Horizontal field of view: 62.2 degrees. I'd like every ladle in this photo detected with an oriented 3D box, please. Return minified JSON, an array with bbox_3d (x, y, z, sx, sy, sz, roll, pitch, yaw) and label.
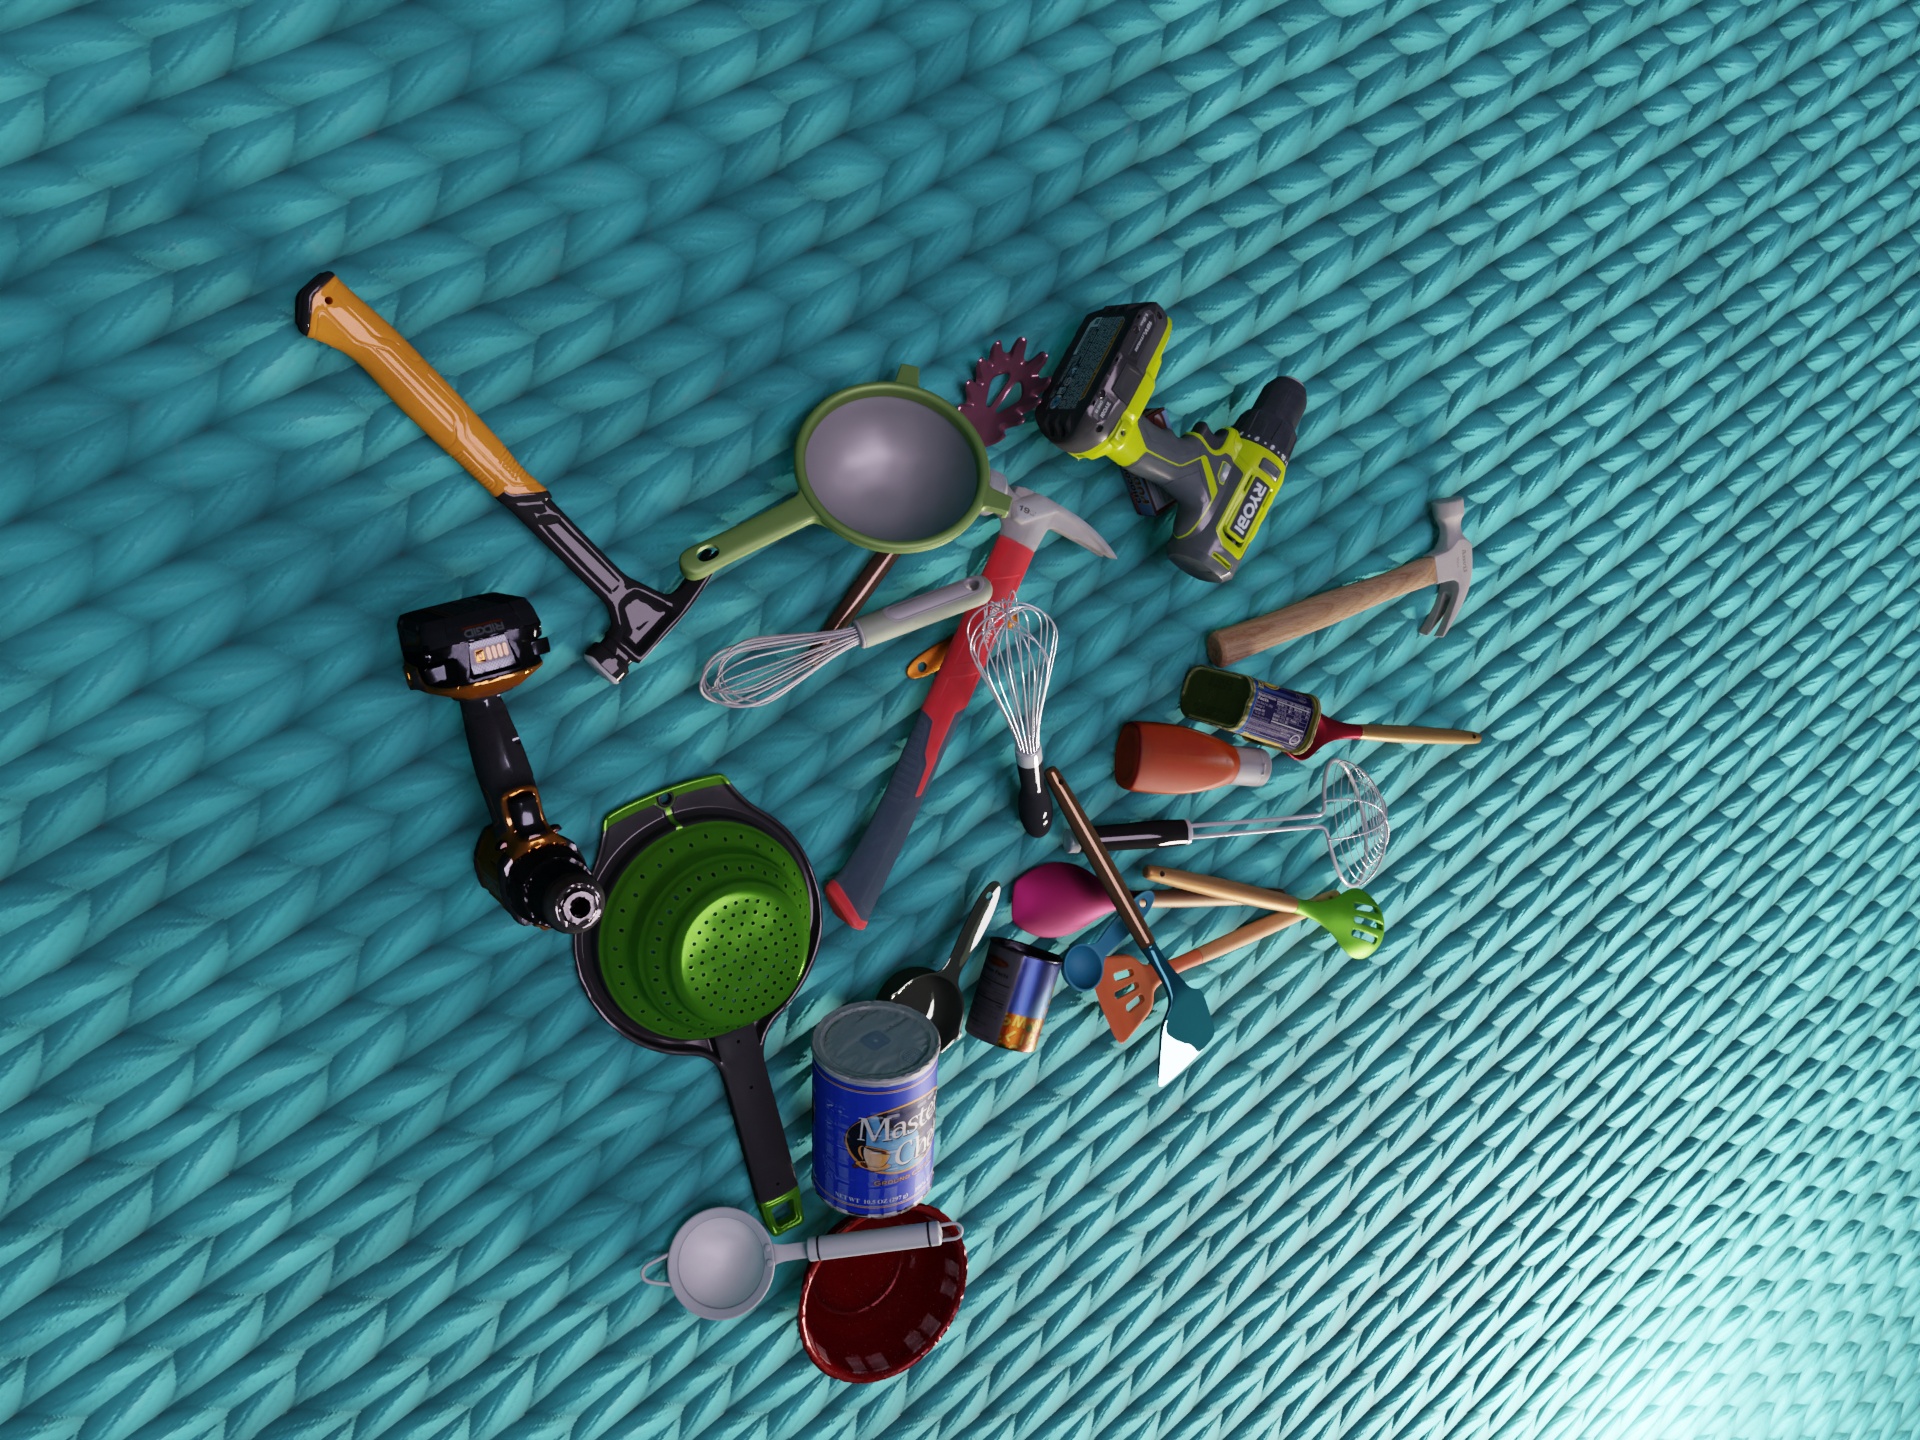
[{"bbox_3d":[0.415,0.011,1.588,0.315,0.031,0.069,3,78,-34],"label":"ladle"}]

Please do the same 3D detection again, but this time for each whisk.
[{"bbox_3d":[0.054,0.005,1.300,0.070,0.070,0.284,-35,142,-21],"label":"whisk"},{"bbox_3d":[-0.087,-0.066,1.236,0.246,0.058,0.059,-21,144,-15],"label":"whisk"}]

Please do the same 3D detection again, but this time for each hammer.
[{"bbox_3d":[-0.316,-0.180,1.108,0.127,0.034,0.336,-50,119,-13],"label":"hammer"},{"bbox_3d":[0.373,-0.113,1.538,0.331,0.031,0.130,-21,108,-26],"label":"hammer"},{"bbox_3d":[-0.002,-0.004,1.318,0.143,0.038,0.386,25,88,-30],"label":"hammer"}]

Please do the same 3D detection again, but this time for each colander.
[{"bbox_3d":[-0.167,0.244,1.239,0.204,0.094,0.397,-21,109,-26],"label":"colander"}]

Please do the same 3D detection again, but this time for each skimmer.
[{"bbox_3d":[0.255,0.105,1.505,0.363,0.090,0.127,-3,82,-20],"label":"skimmer"}]

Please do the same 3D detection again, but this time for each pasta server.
[{"bbox_3d":[-0.031,-0.174,1.280,0.060,0.040,0.316,35,81,-2],"label":"pasta server"}]

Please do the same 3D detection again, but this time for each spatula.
[{"bbox_3d":[0.146,0.179,1.416,0.082,0.044,0.317,-35,103,-30],"label":"spatula"},{"bbox_3d":[0.250,0.216,1.518,0.322,0.041,0.081,-18,83,-29],"label":"spatula"}]

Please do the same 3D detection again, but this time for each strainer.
[{"bbox_3d":[-0.125,0.428,1.281,0.258,0.050,0.087,-8,78,2],"label":"strainer"},{"bbox_3d":[-0.099,-0.158,1.211,0.256,0.069,0.151,-29,75,-20],"label":"strainer"}]

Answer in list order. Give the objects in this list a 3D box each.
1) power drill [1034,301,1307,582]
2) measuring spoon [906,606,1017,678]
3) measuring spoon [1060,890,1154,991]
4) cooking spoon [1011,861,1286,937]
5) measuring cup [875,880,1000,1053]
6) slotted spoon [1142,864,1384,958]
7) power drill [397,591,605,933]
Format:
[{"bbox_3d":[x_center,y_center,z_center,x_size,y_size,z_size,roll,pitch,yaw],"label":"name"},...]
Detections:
[{"bbox_3d":[0.189,-0.250,1.340,0.228,0.080,0.190,32,82,-32],"label":"power drill"},{"bbox_3d":[0.003,-0.064,1.335,0.117,0.011,0.021,-30,113,-23],"label":"measuring spoon"},{"bbox_3d":[0.132,0.196,1.435,0.128,0.021,0.042,-41,100,-32],"label":"measuring spoon"},{"bbox_3d":[0.181,0.166,1.480,0.318,0.017,0.069,3,93,-32],"label":"cooking spoon"},{"bbox_3d":[-0.016,0.208,1.359,0.083,0.038,0.167,35,78,-31],"label":"measuring cup"},{"bbox_3d":[0.300,0.175,1.528,0.313,0.031,0.070,16,74,-29],"label":"slotted spoon"},{"bbox_3d":[-0.302,0.034,1.070,0.084,0.185,0.226,-18,105,-26],"label":"power drill"}]
